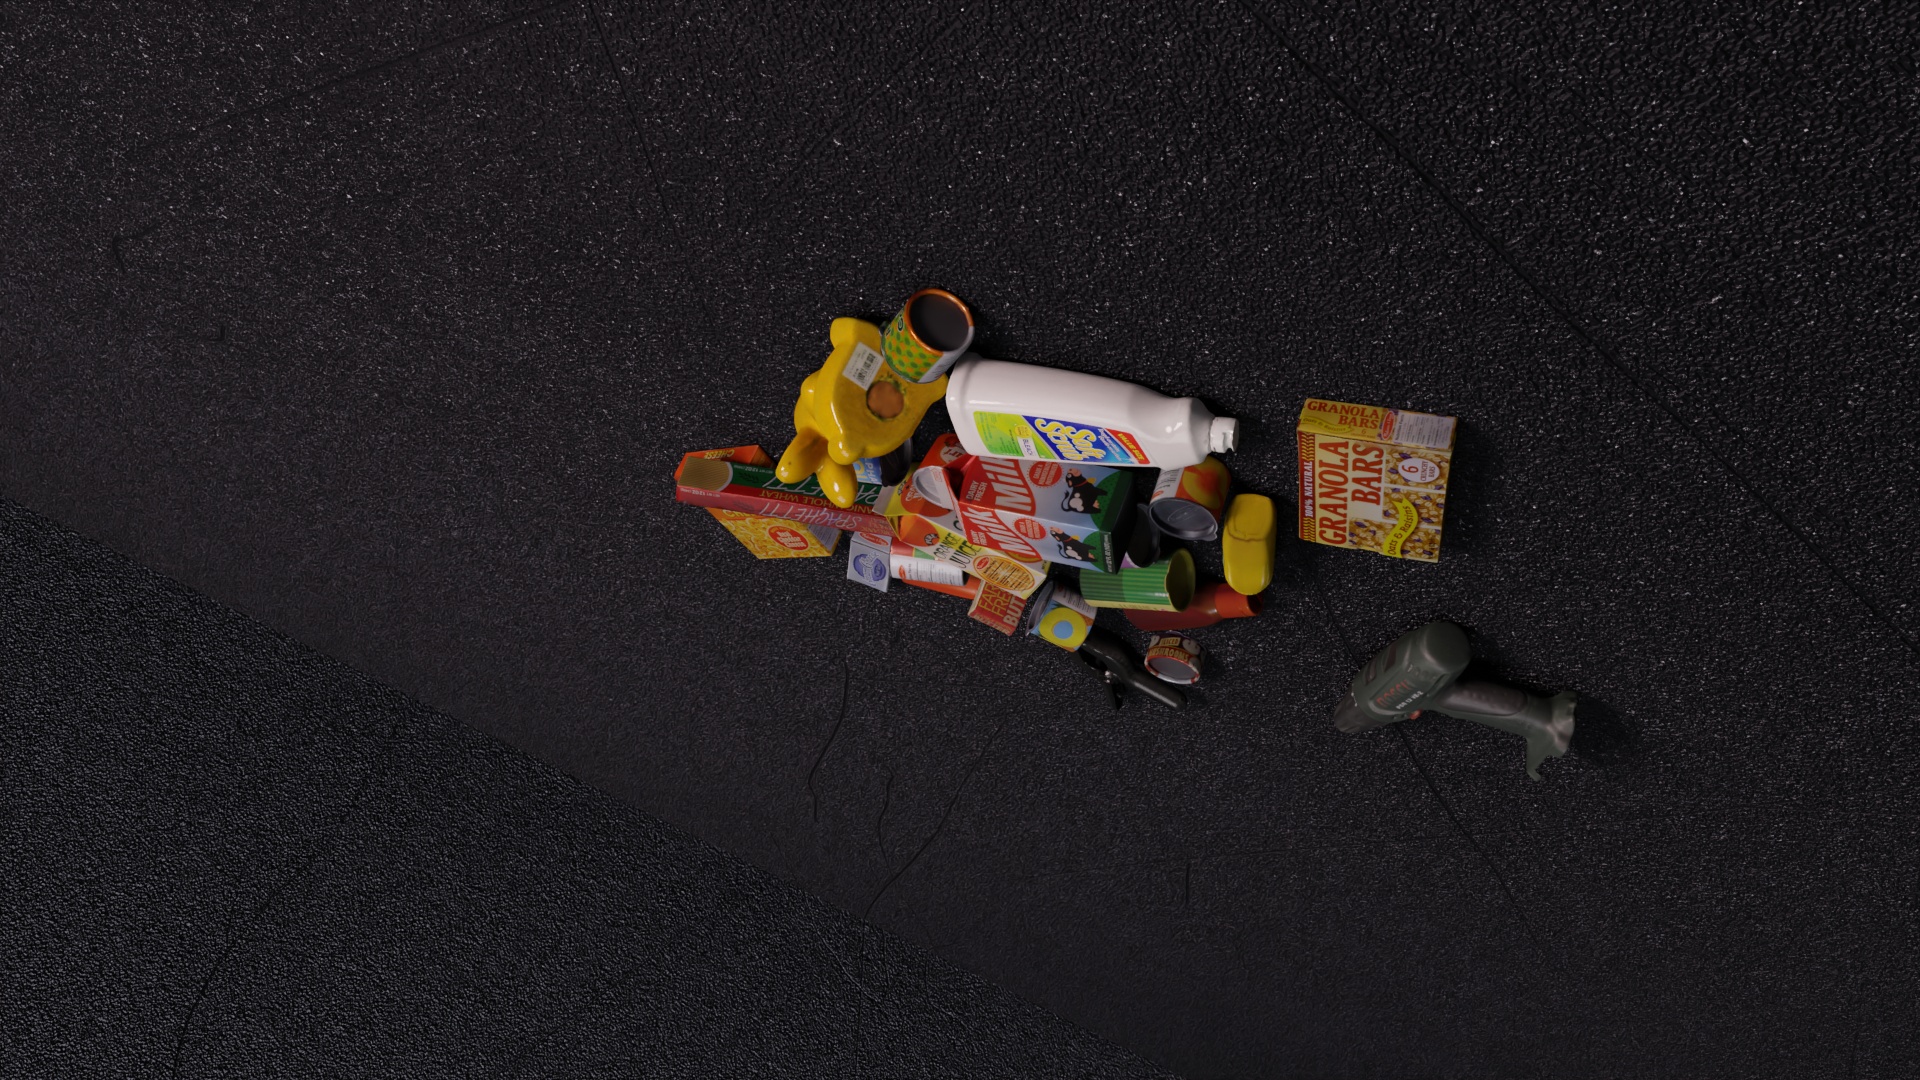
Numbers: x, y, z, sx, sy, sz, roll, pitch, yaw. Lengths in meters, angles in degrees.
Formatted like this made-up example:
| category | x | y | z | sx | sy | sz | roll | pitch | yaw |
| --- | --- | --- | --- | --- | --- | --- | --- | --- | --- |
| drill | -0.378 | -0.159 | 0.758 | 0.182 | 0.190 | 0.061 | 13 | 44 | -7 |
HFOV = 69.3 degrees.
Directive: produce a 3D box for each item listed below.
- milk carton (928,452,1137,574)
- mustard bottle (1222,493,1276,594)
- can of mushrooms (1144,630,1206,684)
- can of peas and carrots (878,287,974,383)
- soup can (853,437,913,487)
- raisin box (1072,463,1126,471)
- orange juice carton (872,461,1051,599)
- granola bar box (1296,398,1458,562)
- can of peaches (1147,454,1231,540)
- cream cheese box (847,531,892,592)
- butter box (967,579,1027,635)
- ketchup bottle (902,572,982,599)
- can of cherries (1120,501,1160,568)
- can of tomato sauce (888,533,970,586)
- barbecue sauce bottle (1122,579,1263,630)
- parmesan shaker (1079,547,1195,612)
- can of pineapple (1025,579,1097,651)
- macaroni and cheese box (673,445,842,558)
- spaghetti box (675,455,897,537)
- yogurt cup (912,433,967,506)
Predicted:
| category | x | y | z | sx | sy | sz | roll | pitch | yaw |
| --- | --- | --- | --- | --- | --- | --- | --- | --- | --- |
| milk carton | 0.064 | -0.033 | 1.308 | 0.190 | 0.074 | 0.072 | 12 | 148 | 19 |
| mustard bottle | 0.278 | 0.015 | 1.339 | 0.049 | 0.065 | 0.159 | 9 | 153 | 15 |
| can of mushrooms | 0.247 | 0.135 | 1.597 | 0.071 | 0.033 | 0.070 | 18 | 152 | 10 |
| can of peas and carrots | -0.030 | -0.181 | 1.214 | 0.071 | 0.071 | 0.058 | 30 | 150 | -13 |
| soup can | -0.102 | -0.090 | 1.413 | 0.084 | 0.071 | 0.071 | 7 | 148 | 26 |
| raisin box | 0.097 | -0.063 | 1.355 | 0.123 | 0.040 | 0.086 | 1 | 145 | 32 |
| orange juice carton | 0.005 | -0.018 | 1.462 | 0.193 | 0.072 | 0.072 | 25 | 151 | -6 |
| granola bar box | 0.356 | -0.049 | 1.196 | 0.124 | 0.039 | 0.164 | 11 | 149 | 21 |
| can of peaches | 0.215 | -0.041 | 1.290 | 0.071 | 0.058 | 0.071 | 16 | 151 | 10 |
| cream cheese box | -0.105 | 0.023 | 1.661 | 0.053 | 0.024 | 0.103 | 21 | 152 | 3 |
| butter box | 0.050 | 0.047 | 1.509 | 0.053 | 0.104 | 0.024 | 25 | 152 | -7 |
| ketchup bottle | 0.005 | 0.040 | 1.593 | 0.149 | 0.044 | 0.064 | 14 | 148 | 14 |
| can of cherries | 0.158 | -0.002 | 1.385 | 0.058 | 0.072 | 0.071 | -3 | 142 | 39 |
| can of tomato sauce | -0.031 | 0.012 | 1.538 | 0.083 | 0.071 | 0.071 | 7 | 149 | 10 |
| barbecue sauce bottle | 0.246 | 0.066 | 1.468 | 0.148 | 0.044 | 0.064 | -7 | 140 | 41 |
| parmesan shaker | 0.182 | 0.038 | 1.438 | 0.103 | 0.071 | 0.071 | 2 | 146 | 34 |
| can of pineapple | 0.114 | 0.086 | 1.570 | 0.058 | 0.071 | 0.070 | 26 | 151 | -7 |
| macaroni and cheese box | -0.236 | -0.041 | 1.625 | 0.123 | 0.040 | 0.166 | -3 | 143 | 37 |
| spaghetti box | -0.181 | -0.048 | 1.513 | 0.250 | 0.050 | 0.028 | 9 | 136 | 0 |
| yogurt cup | -0.008 | -0.071 | 1.399 | 0.072 | 0.054 | 0.072 | 17 | 151 | 10 |
